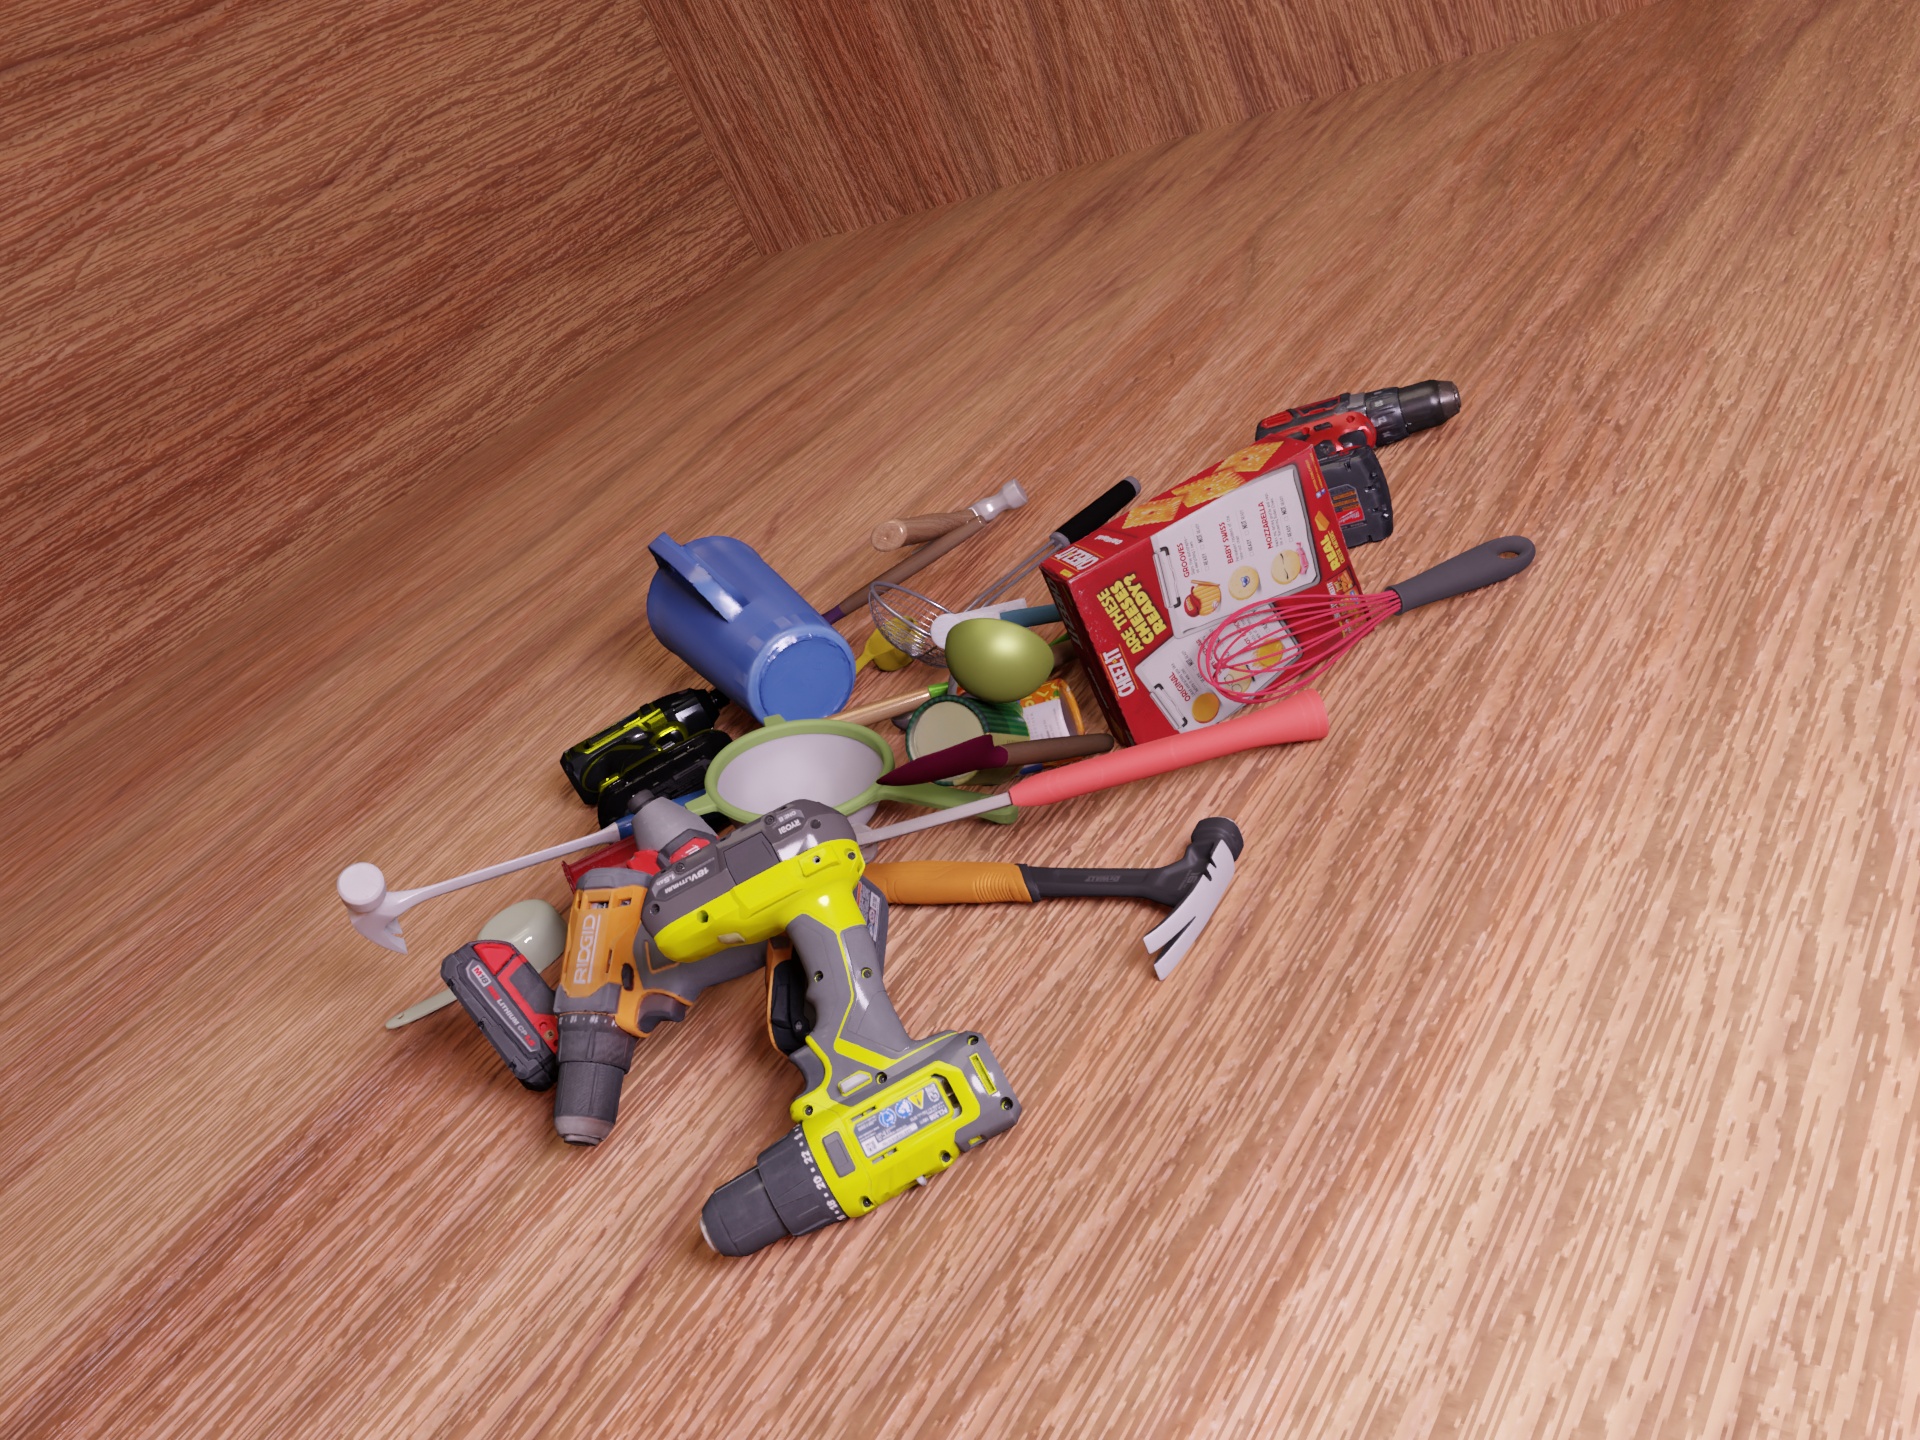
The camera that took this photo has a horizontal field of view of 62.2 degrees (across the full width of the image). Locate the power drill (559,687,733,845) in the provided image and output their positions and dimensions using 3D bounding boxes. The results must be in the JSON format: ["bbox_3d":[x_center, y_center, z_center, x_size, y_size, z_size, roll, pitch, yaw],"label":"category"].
[{"bbox_3d":[-0.273,0.038,1.465,0.171,0.080,0.223,-31,24,-10],"label":"power drill"}]

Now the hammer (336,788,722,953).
[{"bbox_3d":[-0.293,0.097,1.305,0.405,0.035,0.144,-18,-21,-20],"label":"hammer"}]

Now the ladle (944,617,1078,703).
[{"bbox_3d":[0.065,-0.059,1.235,0.078,0.062,0.320,5,9,17],"label":"ladle"}]

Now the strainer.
[{"bbox_3d":[-0.076,0.071,1.253,0.256,0.069,0.151,9,33,19],"label":"strainer"}]

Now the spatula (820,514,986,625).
[{"bbox_3d":[-0.097,-0.124,1.586,0.316,0.018,0.060,-29,23,31],"label":"spatula"}]

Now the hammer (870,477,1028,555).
[{"bbox_3d":[-0.027,-0.193,1.586,0.130,0.031,0.331,-28,2,18],"label":"hammer"}]

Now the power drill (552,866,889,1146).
[{"bbox_3d":[-0.169,0.186,1.051,0.226,0.084,0.185,-5,64,21],"label":"power drill"}]

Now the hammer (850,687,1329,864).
[{"bbox_3d":[0.082,0.040,1.099,0.359,0.037,0.149,-15,-6,-4],"label":"hammer"}]

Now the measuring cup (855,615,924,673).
[{"bbox_3d":[-0.095,-0.038,1.513,0.156,0.029,0.062,-45,30,-11],"label":"measuring cup"}]

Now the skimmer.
[{"bbox_3d":[0.060,-0.162,1.521,0.127,0.090,0.363,36,56,24],"label":"skimmer"}]

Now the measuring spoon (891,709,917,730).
[{"bbox_3d":[-0.002,-0.004,1.377,0.124,0.018,0.034,-5,23,23],"label":"measuring spoon"}]

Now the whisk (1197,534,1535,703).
[{"bbox_3d":[0.304,-0.081,1.173,0.296,0.073,0.073,-21,24,-16],"label":"whisk"}]

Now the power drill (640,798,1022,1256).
[{"bbox_3d":[-0.096,0.181,0.934,0.190,0.080,0.229,-28,70,-5],"label":"power drill"}]

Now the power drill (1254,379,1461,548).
[{"bbox_3d":[0.350,-0.236,1.421,0.188,0.080,0.227,-12,26,24],"label":"power drill"}]

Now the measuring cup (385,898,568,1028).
[{"bbox_3d":[-0.407,0.202,1.319,0.167,0.038,0.083,-28,26,-9],"label":"measuring cup"}]

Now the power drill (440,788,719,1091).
[{"bbox_3d":[-0.260,0.156,1.167,0.219,0.143,0.078,-37,-9,-20],"label":"power drill"}]

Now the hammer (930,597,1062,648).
[{"bbox_3d":[0.148,-0.102,1.343,0.331,0.033,0.128,-8,4,15],"label":"hammer"}]

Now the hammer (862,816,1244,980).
[{"bbox_3d":[0.024,0.118,1.104,0.337,0.034,0.127,-4,33,37],"label":"hammer"}]

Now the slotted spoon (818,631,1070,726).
[{"bbox_3d":[-0.051,-0.014,1.368,0.314,0.031,0.070,-18,1,-2],"label":"slotted spoon"}]

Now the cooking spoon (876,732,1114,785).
[{"bbox_3d":[0.039,0.023,1.094,0.069,0.017,0.318,-28,-10,27],"label":"cooking spoon"}]
